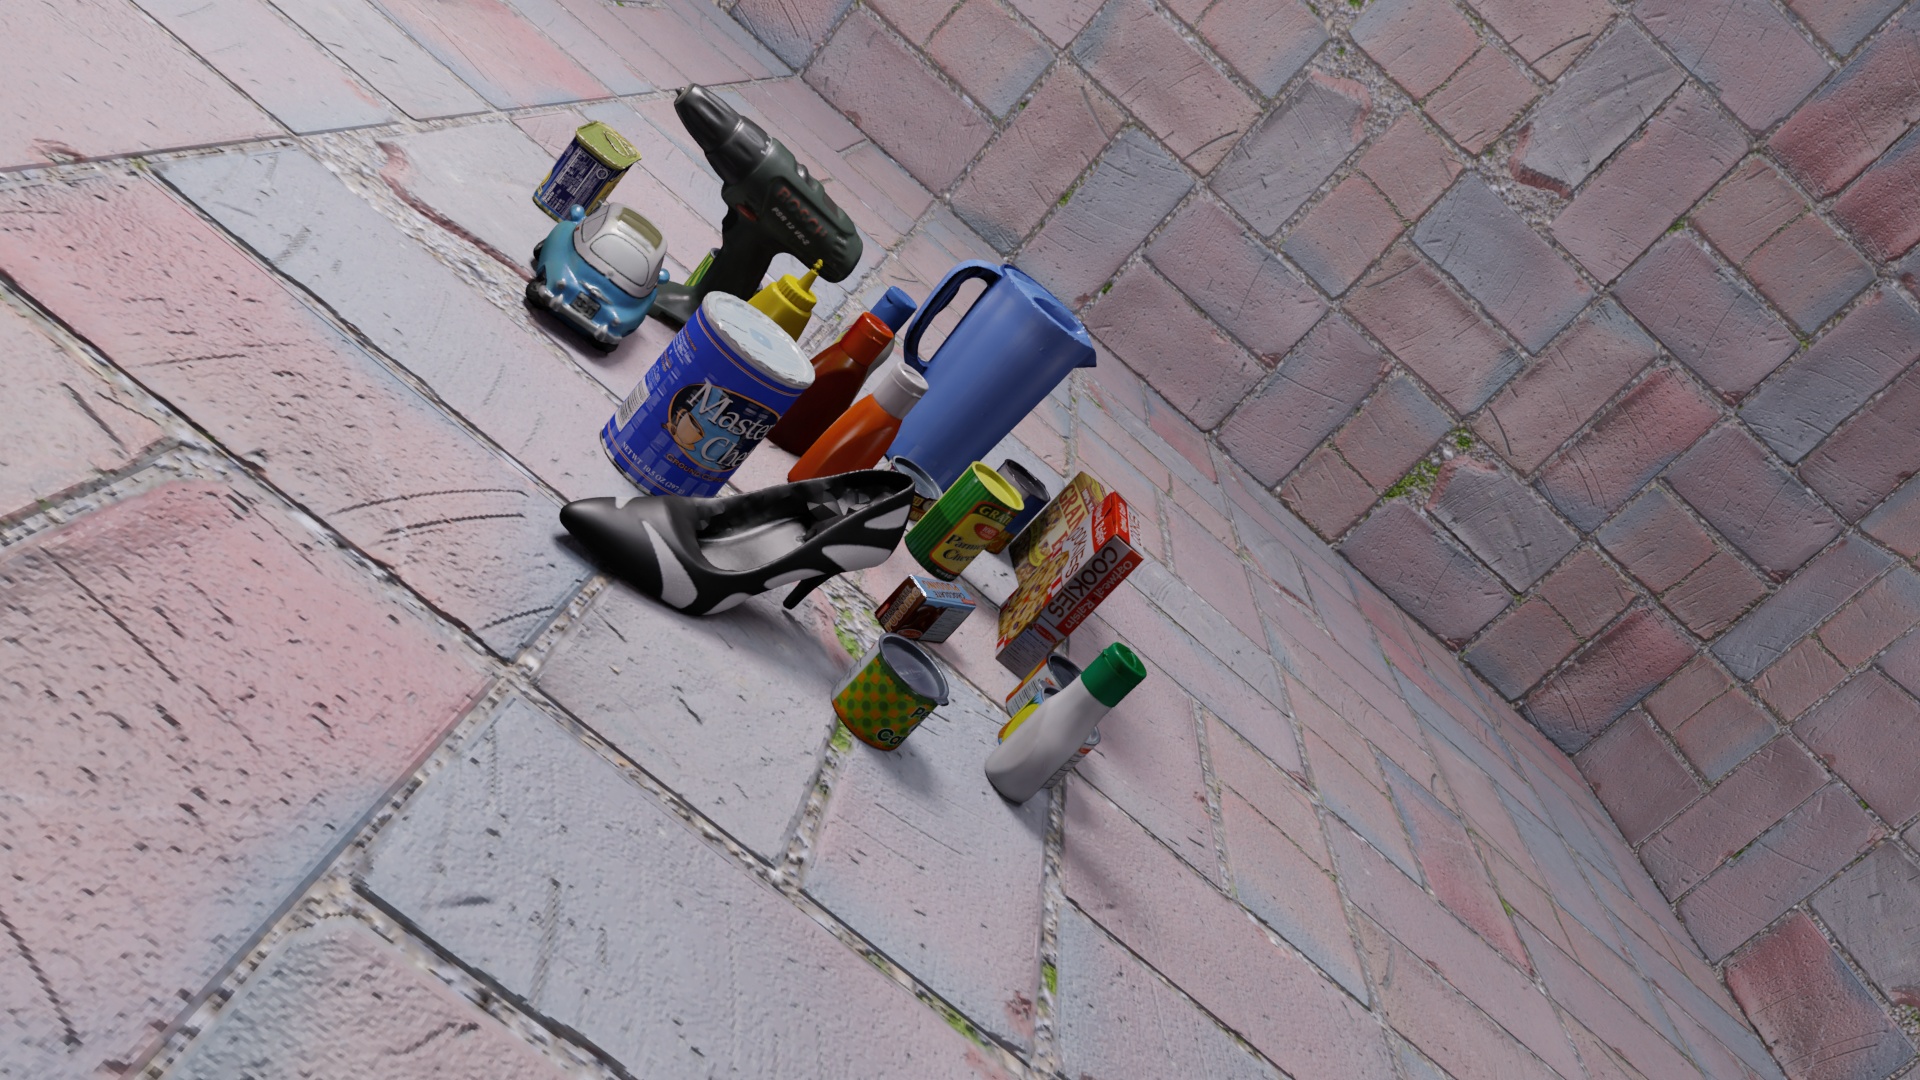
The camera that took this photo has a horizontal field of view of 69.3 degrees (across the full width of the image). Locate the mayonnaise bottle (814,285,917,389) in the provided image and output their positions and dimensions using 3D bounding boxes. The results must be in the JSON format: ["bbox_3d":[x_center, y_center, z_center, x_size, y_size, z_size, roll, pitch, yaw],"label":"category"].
[{"bbox_3d":[-0.106,-0.202,1.462,0.041,0.147,0.065,16,32,-55],"label":"mayonnaise bottle"}]

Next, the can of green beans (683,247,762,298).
[{"bbox_3d":[-0.249,-0.260,1.440,0.071,0.057,0.071,38,18,-15],"label":"can of green beans"}]

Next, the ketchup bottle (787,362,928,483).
[{"bbox_3d":[-0.089,-0.095,1.255,0.065,0.148,0.044,18,30,-53],"label":"ketchup bottle"}]

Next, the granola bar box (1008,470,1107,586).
[{"bbox_3d":[0.116,0.014,1.477,0.039,0.124,0.166,36,19,-23],"label":"granola bar box"}]

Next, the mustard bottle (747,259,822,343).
[{"bbox_3d":[-0.178,-0.196,1.279,0.049,0.160,0.065,51,19,23],"label":"mustard bottle"}]

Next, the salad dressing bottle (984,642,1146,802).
[{"bbox_3d":[0.082,0.141,1.083,0.044,0.147,0.064,40,18,-10],"label":"salad dressing bottle"}]

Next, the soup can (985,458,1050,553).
[{"bbox_3d":[0.048,-0.036,1.513,0.071,0.083,0.071,38,18,-15],"label":"soup can"}]

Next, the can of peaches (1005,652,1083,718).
[{"bbox_3d":[0.083,0.143,1.226,0.071,0.058,0.071,38,18,-15],"label":"can of peaches"}]

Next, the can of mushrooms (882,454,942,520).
[{"bbox_3d":[-0.054,-0.053,1.419,0.071,0.033,0.071,38,19,-15],"label":"can of mushrooms"}]

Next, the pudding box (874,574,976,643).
[{"bbox_3d":[-0.029,0.059,1.192,0.030,0.049,0.084,52,20,27],"label":"pudding box"}]

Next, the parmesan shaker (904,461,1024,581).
[{"bbox_3d":[0.005,-0.017,1.349,0.071,0.103,0.071,38,18,-15],"label":"parmesan shaker"}]

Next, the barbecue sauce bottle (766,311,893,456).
[{"bbox_3d":[-0.123,-0.148,1.304,0.065,0.148,0.044,30,22,-35],"label":"barbecue sauce bottle"}]

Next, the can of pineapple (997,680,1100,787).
[{"bbox_3d":[0.073,0.162,1.160,0.071,0.057,0.071,38,18,-15],"label":"can of pineapple"}]

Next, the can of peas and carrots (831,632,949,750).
[{"bbox_3d":[-0.050,0.112,1.014,0.071,0.058,0.071,38,18,-15],"label":"can of peas and carrots"}]

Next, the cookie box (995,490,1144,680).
[{"bbox_3d":[0.103,0.040,1.321,0.040,0.167,0.123,40,18,-10],"label":"cookie box"}]
